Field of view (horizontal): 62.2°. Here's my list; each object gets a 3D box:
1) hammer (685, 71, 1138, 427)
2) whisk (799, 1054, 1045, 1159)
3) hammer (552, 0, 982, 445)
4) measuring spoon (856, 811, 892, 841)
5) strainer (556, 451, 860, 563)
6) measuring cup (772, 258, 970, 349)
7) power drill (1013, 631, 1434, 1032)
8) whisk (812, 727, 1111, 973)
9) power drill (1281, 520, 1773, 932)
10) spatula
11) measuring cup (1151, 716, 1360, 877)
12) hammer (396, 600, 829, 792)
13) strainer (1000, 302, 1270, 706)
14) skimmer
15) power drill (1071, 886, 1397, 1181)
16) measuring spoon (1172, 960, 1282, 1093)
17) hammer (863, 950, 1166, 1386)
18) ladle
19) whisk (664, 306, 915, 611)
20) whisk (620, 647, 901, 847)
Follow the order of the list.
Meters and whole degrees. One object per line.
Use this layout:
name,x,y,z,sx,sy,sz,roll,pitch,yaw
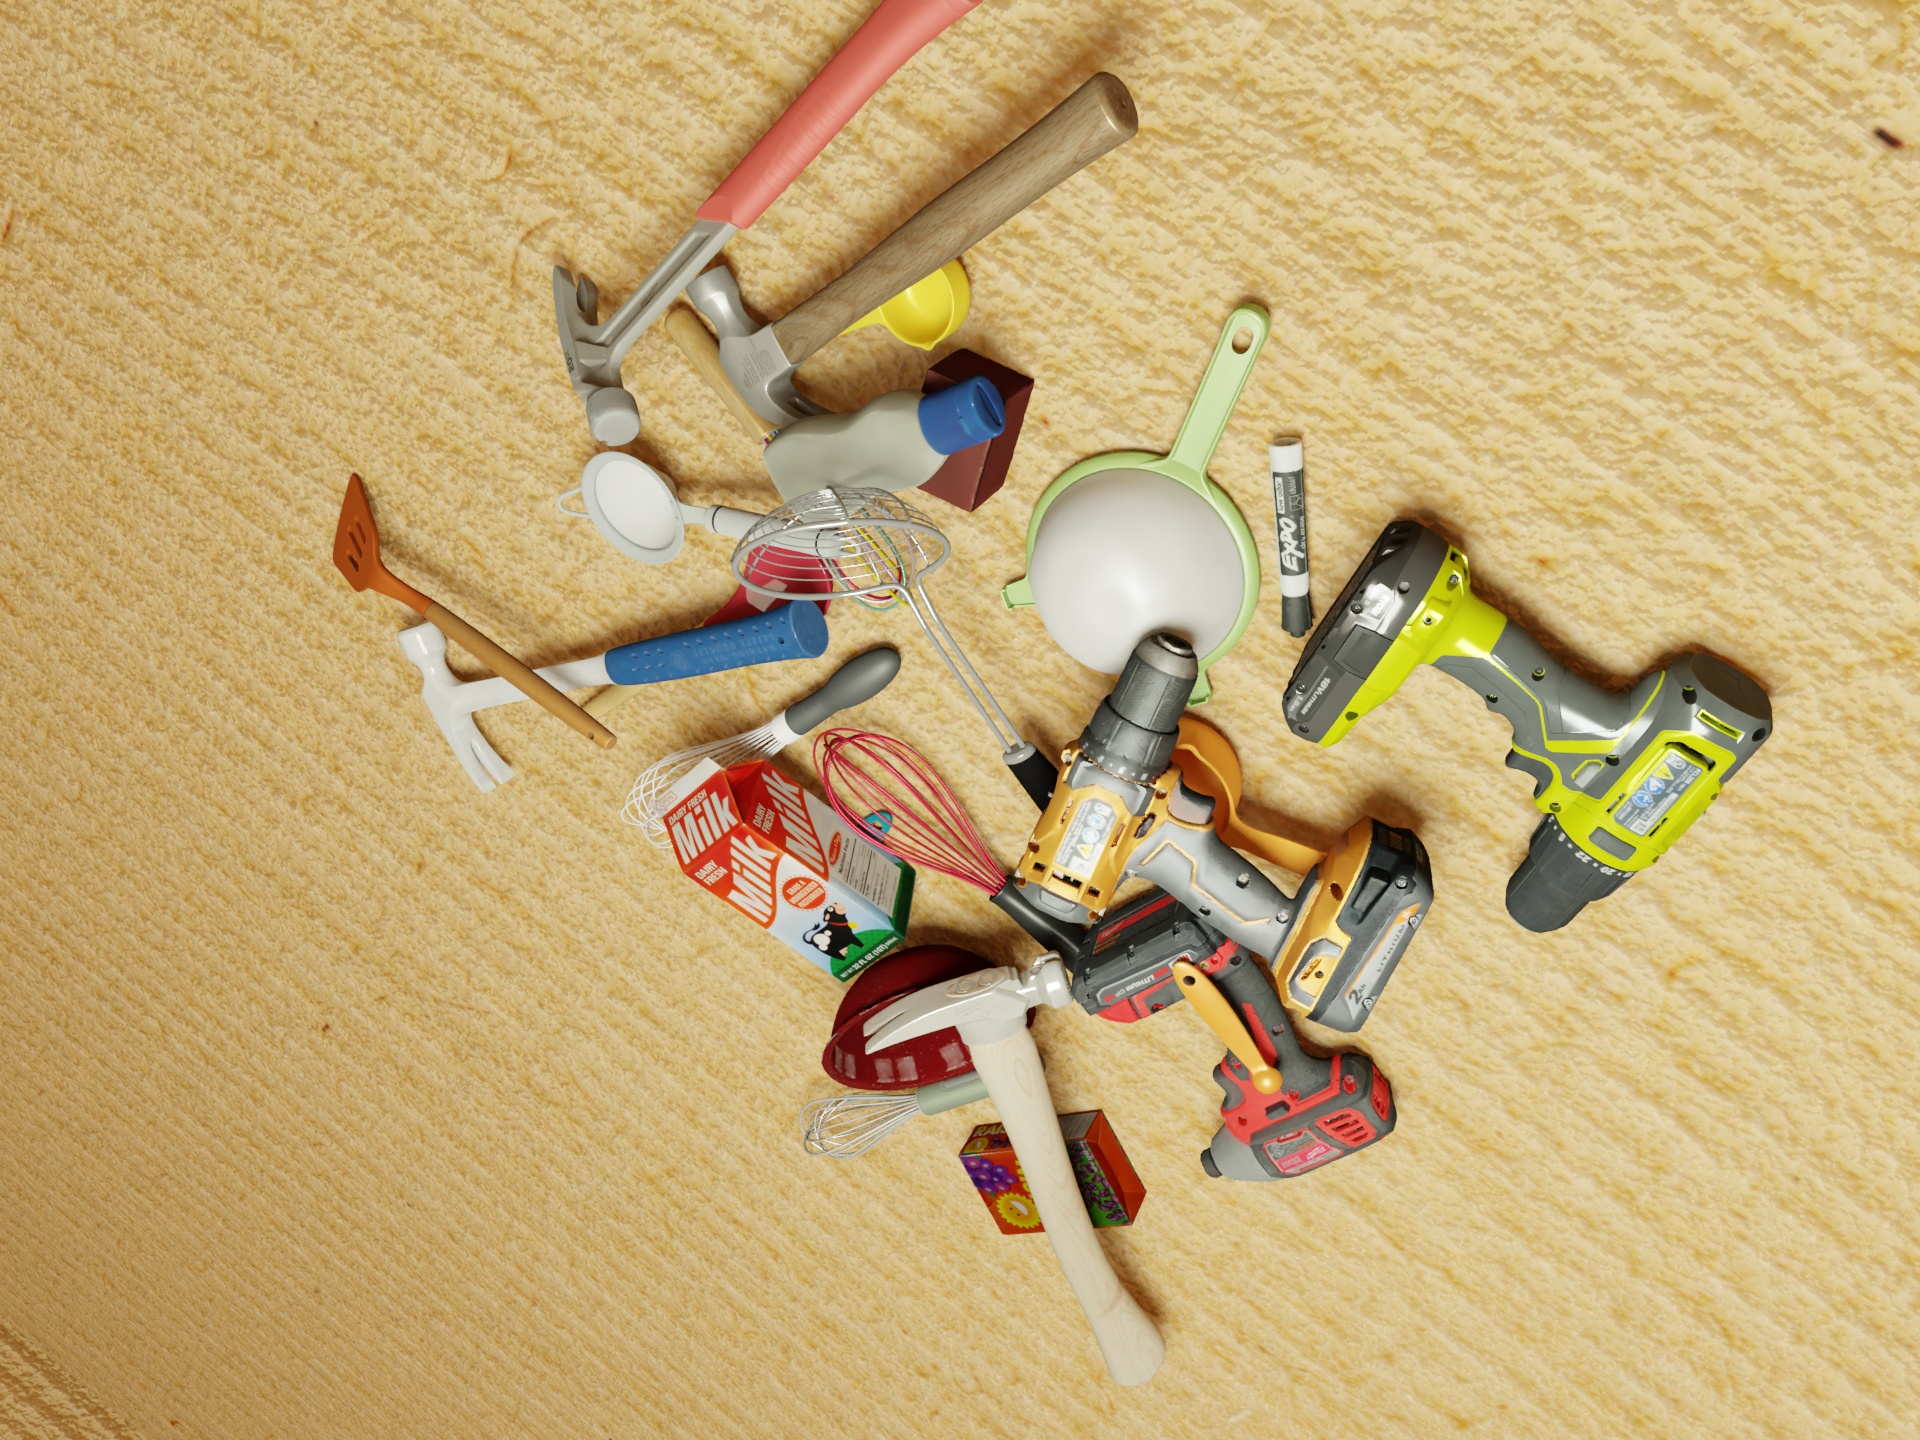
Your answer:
hammer,-0.029,-0.261,0.902,0.331,0.031,0.130,-21,102,44
whisk,-0.034,0.304,1.267,0.246,0.058,0.059,-25,105,31
hammer,-0.119,-0.323,0.930,0.359,0.036,0.149,-38,55,29
measuring spoon,-0.092,0.106,1.196,0.042,0.021,0.128,45,129,-3
strainer,-0.165,-0.135,1.059,0.259,0.050,0.086,16,133,33
measuring cup,-0.058,-0.253,0.976,0.156,0.029,0.062,-1,115,41
power drill,0.164,0.065,0.946,0.226,0.084,0.185,24,112,5
whisk,0.013,0.106,1.123,0.295,0.073,0.073,40,128,-6
power drill,0.304,0.009,0.902,0.228,0.080,0.190,31,126,5
spatula,-0.371,-0.072,1.189,0.323,0.041,0.081,34,118,18
measuring cup,0.175,0.057,1.014,0.173,0.052,0.095,22,124,6
hammer,-0.259,-0.032,1.169,0.405,0.035,0.144,-8,109,36
strainer,0.115,-0.120,0.928,0.151,0.069,0.256,29,128,10
skimmer,-0.002,-0.003,0.990,0.127,0.090,0.363,-16,124,32
power drill,0.179,0.221,1.082,0.143,0.079,0.219,-33,103,27
measuring spoon,0.171,0.199,1.024,0.021,0.011,0.116,-30,107,25
hammer,0.062,0.350,1.167,0.146,0.038,0.410,-19,117,4
ladle,-0.197,-0.054,1.156,0.315,0.031,0.069,-28,99,38
whisk,-0.110,-0.168,1.038,0.245,0.047,0.051,51,135,-1
whisk,-0.147,0.018,1.156,0.284,0.070,0.070,-31,100,32
